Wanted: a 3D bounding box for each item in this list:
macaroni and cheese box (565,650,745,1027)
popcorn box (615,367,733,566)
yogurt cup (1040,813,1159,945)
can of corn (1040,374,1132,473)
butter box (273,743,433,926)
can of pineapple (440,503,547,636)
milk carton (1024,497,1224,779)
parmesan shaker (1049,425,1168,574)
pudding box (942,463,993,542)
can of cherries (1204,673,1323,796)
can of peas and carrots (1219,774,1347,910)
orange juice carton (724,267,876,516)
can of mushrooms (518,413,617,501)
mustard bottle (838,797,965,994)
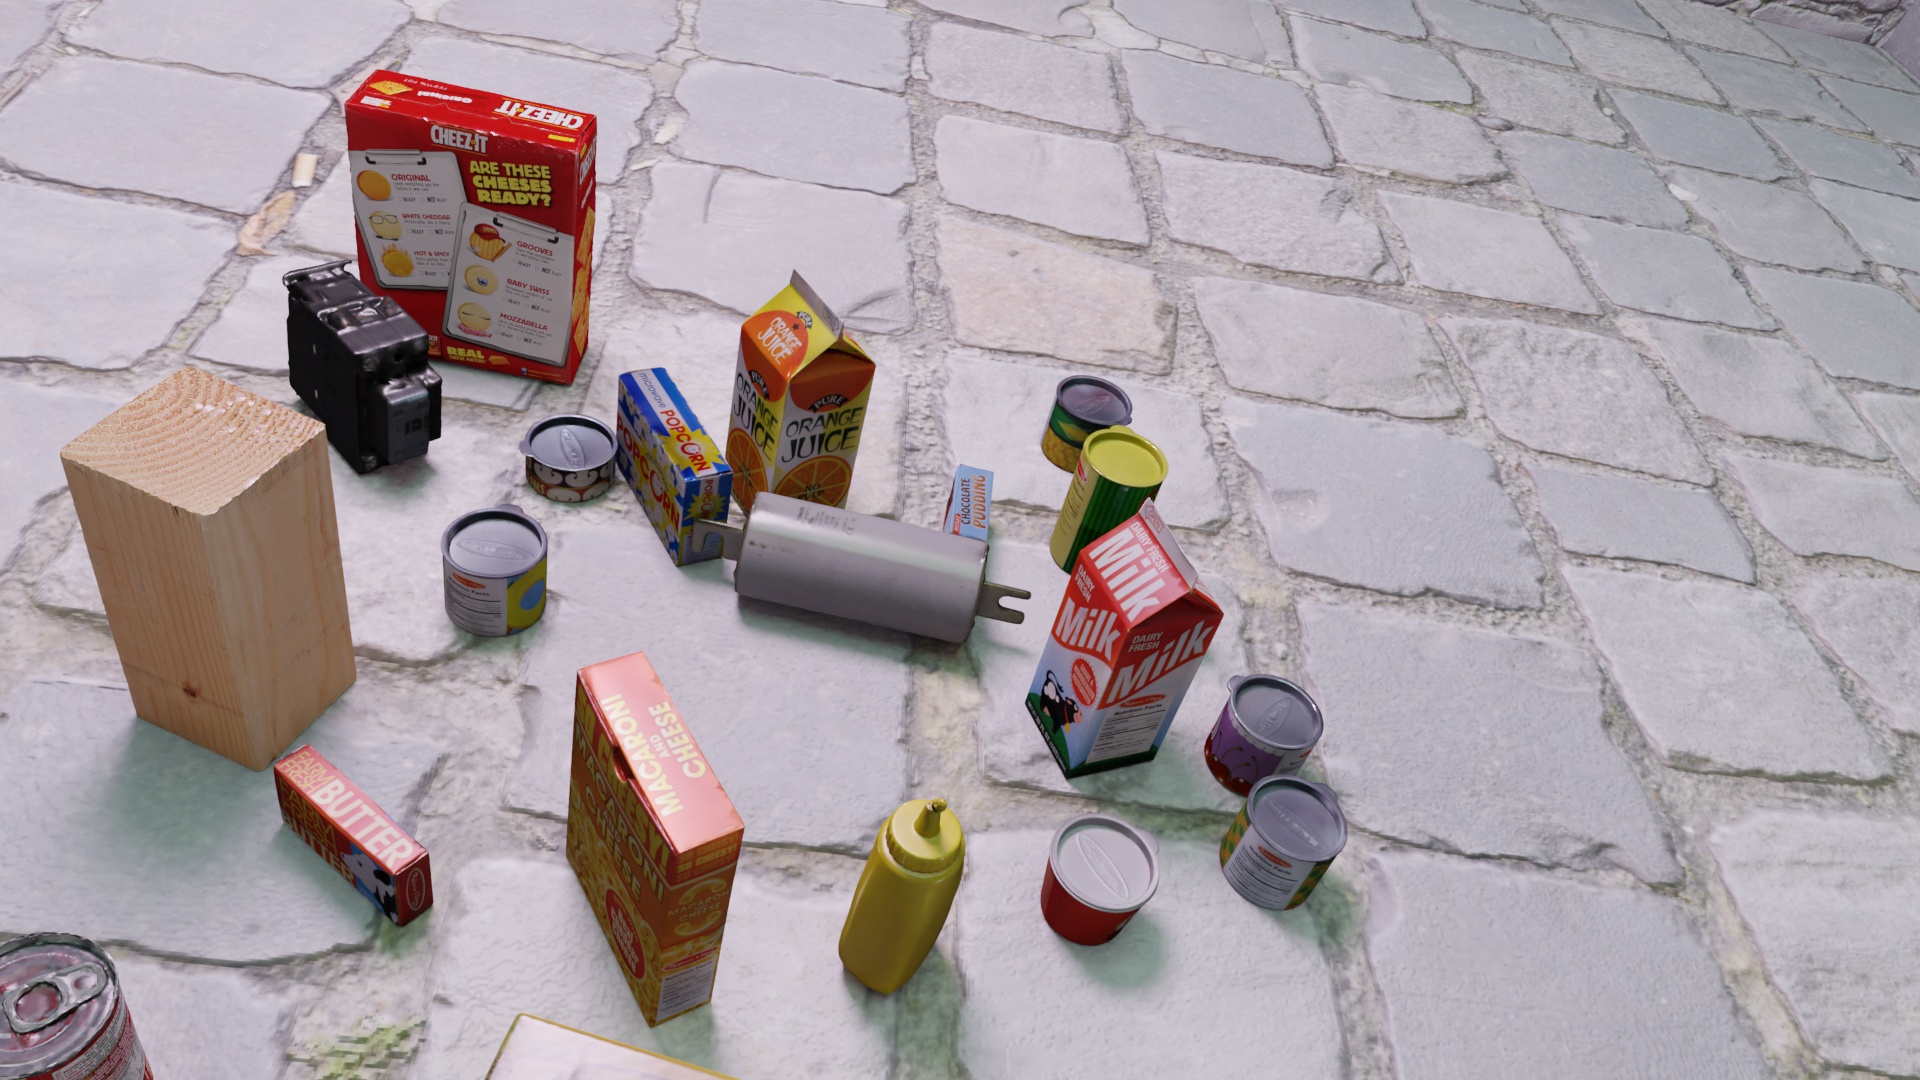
[{"bbox_3d":[-0.166,0.160,0.733,0.040,0.165,0.124,-16,51,-31],"label":"macaroni and cheese box"},{"bbox_3d":[-0.211,-0.055,1.012,0.038,0.084,0.127,-15,50,-30],"label":"popcorn box"},{"bbox_3d":[0.081,0.208,0.843,0.072,0.053,0.073,9,42,-8],"label":"yogurt cup"},{"bbox_3d":[0.108,-0.096,1.178,0.071,0.058,0.071,9,42,-8],"label":"can of corn"},{"bbox_3d":[-0.333,0.162,0.762,0.103,0.052,0.024,34,44,19],"label":"butter box"},{"bbox_3d":[-0.307,0.020,0.920,0.071,0.057,0.071,9,42,-8],"label":"can of pineapple"},{"bbox_3d":[0.109,0.065,0.905,0.073,0.189,0.072,-7,47,-24],"label":"milk carton"},{"bbox_3d":[0.113,-0.028,1.072,0.071,0.102,0.072,9,42,-8],"label":"parmesan shaker"},{"bbox_3d":[0.004,-0.013,1.062,0.030,0.049,0.084,12,42,-5],"label":"pudding box"},{"bbox_3d":[0.207,0.134,0.960,0.071,0.058,0.072,9,42,-8],"label":"can of cherries"},{"bbox_3d":[0.208,0.193,0.896,0.071,0.058,0.071,9,42,-8],"label":"can of peas and carrots"},{"bbox_3d":[-0.117,-0.100,1.009,0.073,0.191,0.072,-16,51,-31],"label":"orange juice carton"},{"bbox_3d":[-0.292,-0.062,1.032,0.071,0.033,0.071,9,42,-8],"label":"can of mushrooms"},{"bbox_3d":[-0.027,0.184,0.756,0.049,0.159,0.066,30,43,14],"label":"mustard bottle"}]
